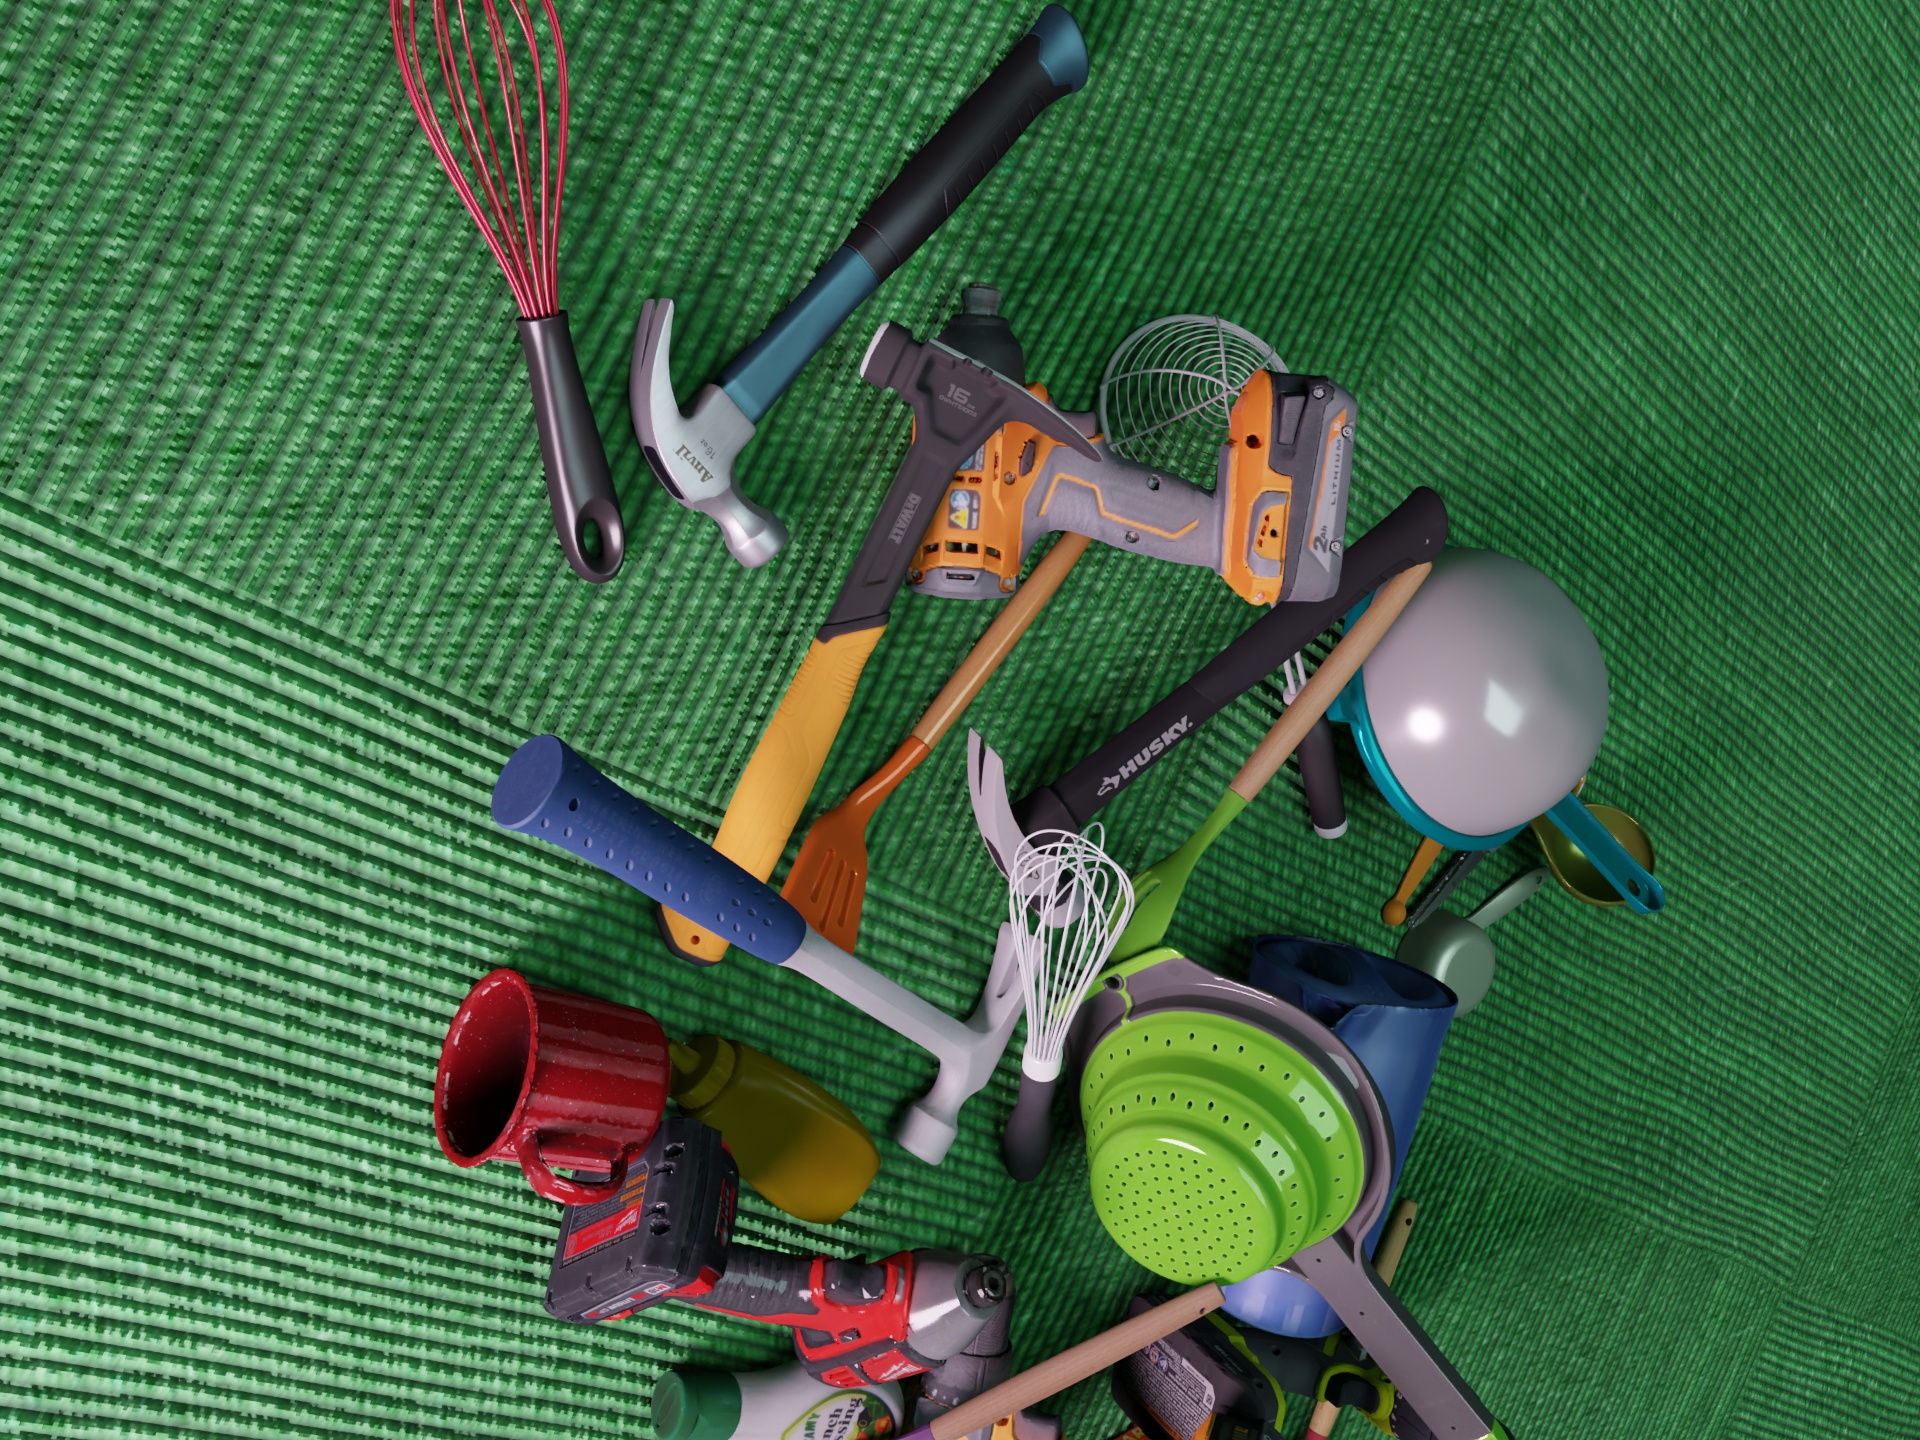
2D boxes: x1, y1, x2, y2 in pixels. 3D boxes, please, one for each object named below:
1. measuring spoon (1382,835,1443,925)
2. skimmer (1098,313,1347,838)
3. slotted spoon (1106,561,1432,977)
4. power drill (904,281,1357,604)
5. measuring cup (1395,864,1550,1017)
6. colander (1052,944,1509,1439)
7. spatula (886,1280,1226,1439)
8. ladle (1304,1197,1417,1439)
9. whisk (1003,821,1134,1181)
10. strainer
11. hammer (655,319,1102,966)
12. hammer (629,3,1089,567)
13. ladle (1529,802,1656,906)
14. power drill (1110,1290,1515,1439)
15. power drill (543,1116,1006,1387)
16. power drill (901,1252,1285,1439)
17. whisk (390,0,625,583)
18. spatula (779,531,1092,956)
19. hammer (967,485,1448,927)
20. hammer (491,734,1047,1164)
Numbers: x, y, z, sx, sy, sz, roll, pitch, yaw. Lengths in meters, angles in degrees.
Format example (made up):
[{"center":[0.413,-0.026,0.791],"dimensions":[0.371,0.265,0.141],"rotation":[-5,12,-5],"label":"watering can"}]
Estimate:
[{"center":[0.338,0.098,1.143],"dimensions":[0.021,0.011,0.117],"rotation":[40,78,-33],"label":"measuring spoon"},{"center":[0.182,-0.076,0.994],"dimensions":[0.127,0.090,0.362],"rotation":[-34,127,-17],"label":"skimmer"},{"center":[0.184,0.024,0.968],"dimensions":[0.031,0.070,0.314],"rotation":[38,91,-14],"label":"slotted spoon"},{"center":[0.087,-0.142,0.842],"dimensions":[0.226,0.084,0.164],"rotation":[3,101,0],"label":"power drill"},{"center":[0.391,0.158,1.174],"dimensions":[0.167,0.038,0.083],"rotation":[-32,116,-21],"label":"measuring cup"},{"center":[0.192,0.321,0.930],"dimensions":[0.397,0.204,0.094],"rotation":[51,36,-3],"label":"colander"},{"center":[0.010,0.396,0.906],"dimensions":[0.316,0.018,0.059],"rotation":[-30,124,6],"label":"spatula"},{"center":[0.277,0.506,1.187],"dimensions":[0.069,0.031,0.315],"rotation":[27,84,-22],"label":"ladle"},{"center":[0.051,0.170,0.905],"dimensions":[0.070,0.070,0.284],"rotation":[-19,134,-28],"label":"whisk"},{"center":[0.396,0.016,1.050],"dimensions":[0.340,0.095,0.211],"rotation":[43,58,-18],"label":"strainer"},{"center":[-0.057,-0.022,0.803],"dimensions":[0.127,0.034,0.337],"rotation":[27,98,-5],"label":"hammer"},{"center":[-0.042,-0.240,0.810],"dimensions":[0.331,0.033,0.128],"rotation":[-51,123,-13],"label":"hammer"},{"center":[0.380,0.029,1.116],"dimensions":[0.320,0.062,0.078],"rotation":[39,66,-25],"label":"ladle"},{"center":[0.234,0.443,1.051],"dimensions":[0.228,0.191,0.080],"rotation":[11,96,-30],"label":"power drill"},{"center":[-0.089,0.287,0.827],"dimensions":[0.219,0.143,0.079],"rotation":[31,45,-29],"label":"power drill"},{"center":[0.075,0.430,0.940],"dimensions":[0.084,0.226,0.185],"rotation":[1,100,-73],"label":"power drill"},{"center":[-0.191,-0.201,0.711],"dimensions":[0.073,0.073,0.295],"rotation":[-21,118,-28],"label":"whisk"},{"center":[-0.001,-0.003,0.883],"dimensions":[0.322,0.041,0.080],"rotation":[-53,140,-13],"label":"spatula"},{"center":[0.148,-0.026,0.921],"dimensions":[0.335,0.035,0.146],"rotation":[-38,131,-5],"label":"hammer"},{"center":[-0.078,0.109,0.799],"dimensions":[0.144,0.035,0.405],"rotation":[-59,141,-10],"label":"hammer"}]
